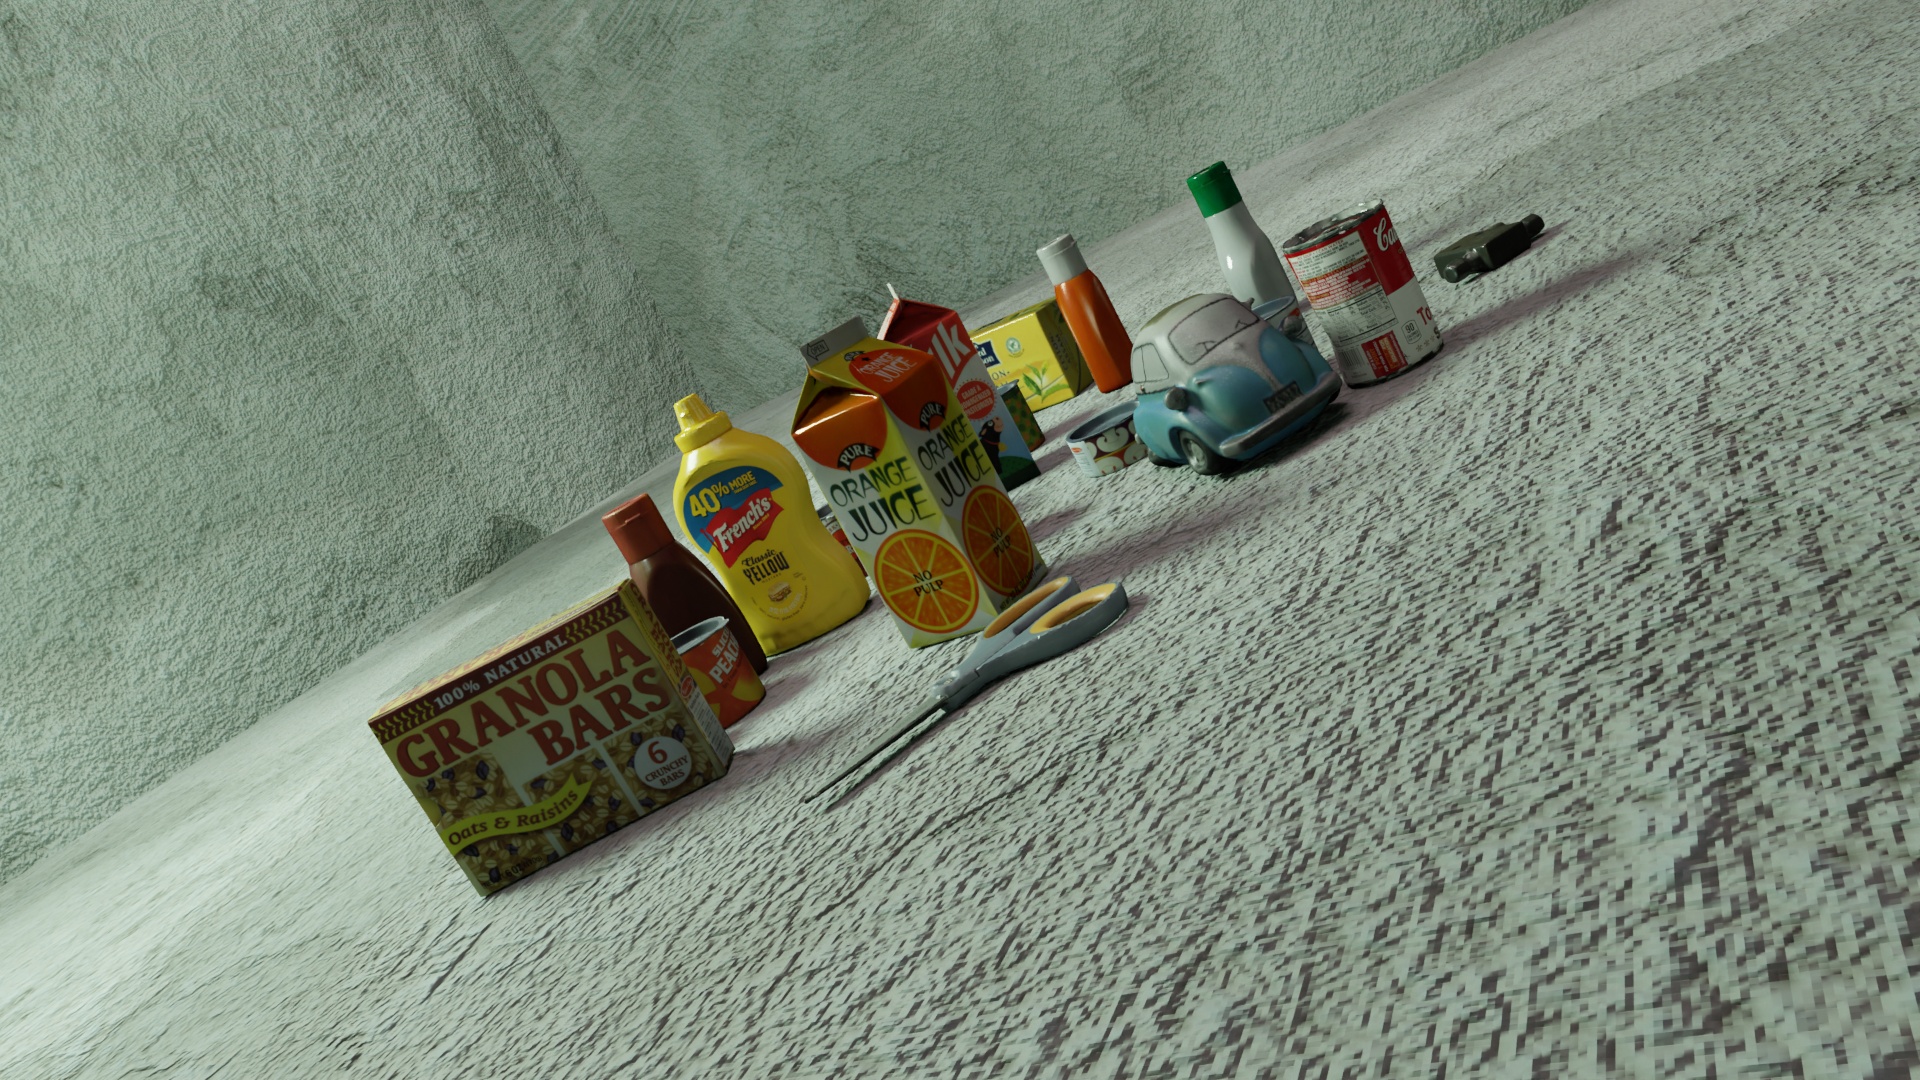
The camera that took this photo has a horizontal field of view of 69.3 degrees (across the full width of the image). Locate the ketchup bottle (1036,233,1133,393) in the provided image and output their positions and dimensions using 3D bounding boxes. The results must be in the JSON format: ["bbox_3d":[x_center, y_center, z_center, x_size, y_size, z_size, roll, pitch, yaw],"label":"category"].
[{"bbox_3d":[0.121,-0.216,1.311,0.043,0.148,0.065,-22,14,29],"label":"ketchup bottle"}]

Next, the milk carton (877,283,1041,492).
[{"bbox_3d":[-0.013,-0.124,1.134,0.073,0.190,0.072,-28,12,-1],"label":"milk carton"}]

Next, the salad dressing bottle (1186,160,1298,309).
[{"bbox_3d":[0.245,-0.258,1.215,0.044,0.147,0.064,-18,16,41],"label":"salad dressing bottle"}]

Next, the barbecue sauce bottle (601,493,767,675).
[{"bbox_3d":[-0.196,0.039,0.964,0.065,0.148,0.043,-31,12,-13],"label":"barbecue sauce bottle"}]

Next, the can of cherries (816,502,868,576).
[{"bbox_3d":[-0.086,-0.004,1.114,0.071,0.058,0.071,-27,12,6],"label":"can of cherries"}]

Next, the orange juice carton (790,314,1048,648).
[{"bbox_3d":[-0.032,-0.039,0.824,0.073,0.192,0.072,-20,14,35],"label":"orange juice carton"}]

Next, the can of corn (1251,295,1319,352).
[{"bbox_3d":[0.214,-0.131,0.979,0.071,0.058,0.071,-27,12,6],"label":"can of corn"}]

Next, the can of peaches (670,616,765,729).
[{"bbox_3d":[-0.167,0.091,0.908,0.071,0.058,0.071,-27,12,6],"label":"can of peaches"}]

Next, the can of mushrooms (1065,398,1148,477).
[{"bbox_3d":[0.116,-0.077,1.029,0.071,0.033,0.071,-27,12,6],"label":"can of mushrooms"}]

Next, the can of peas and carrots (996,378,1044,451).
[{"bbox_3d":[0.037,-0.103,1.251,0.071,0.058,0.071,-27,12,6],"label":"can of peas and carrots"}]

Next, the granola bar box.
[{"bbox_3d":[-0.234,0.114,0.801,0.165,0.124,0.039,-27,12,4],"label":"granola bar box"}]
